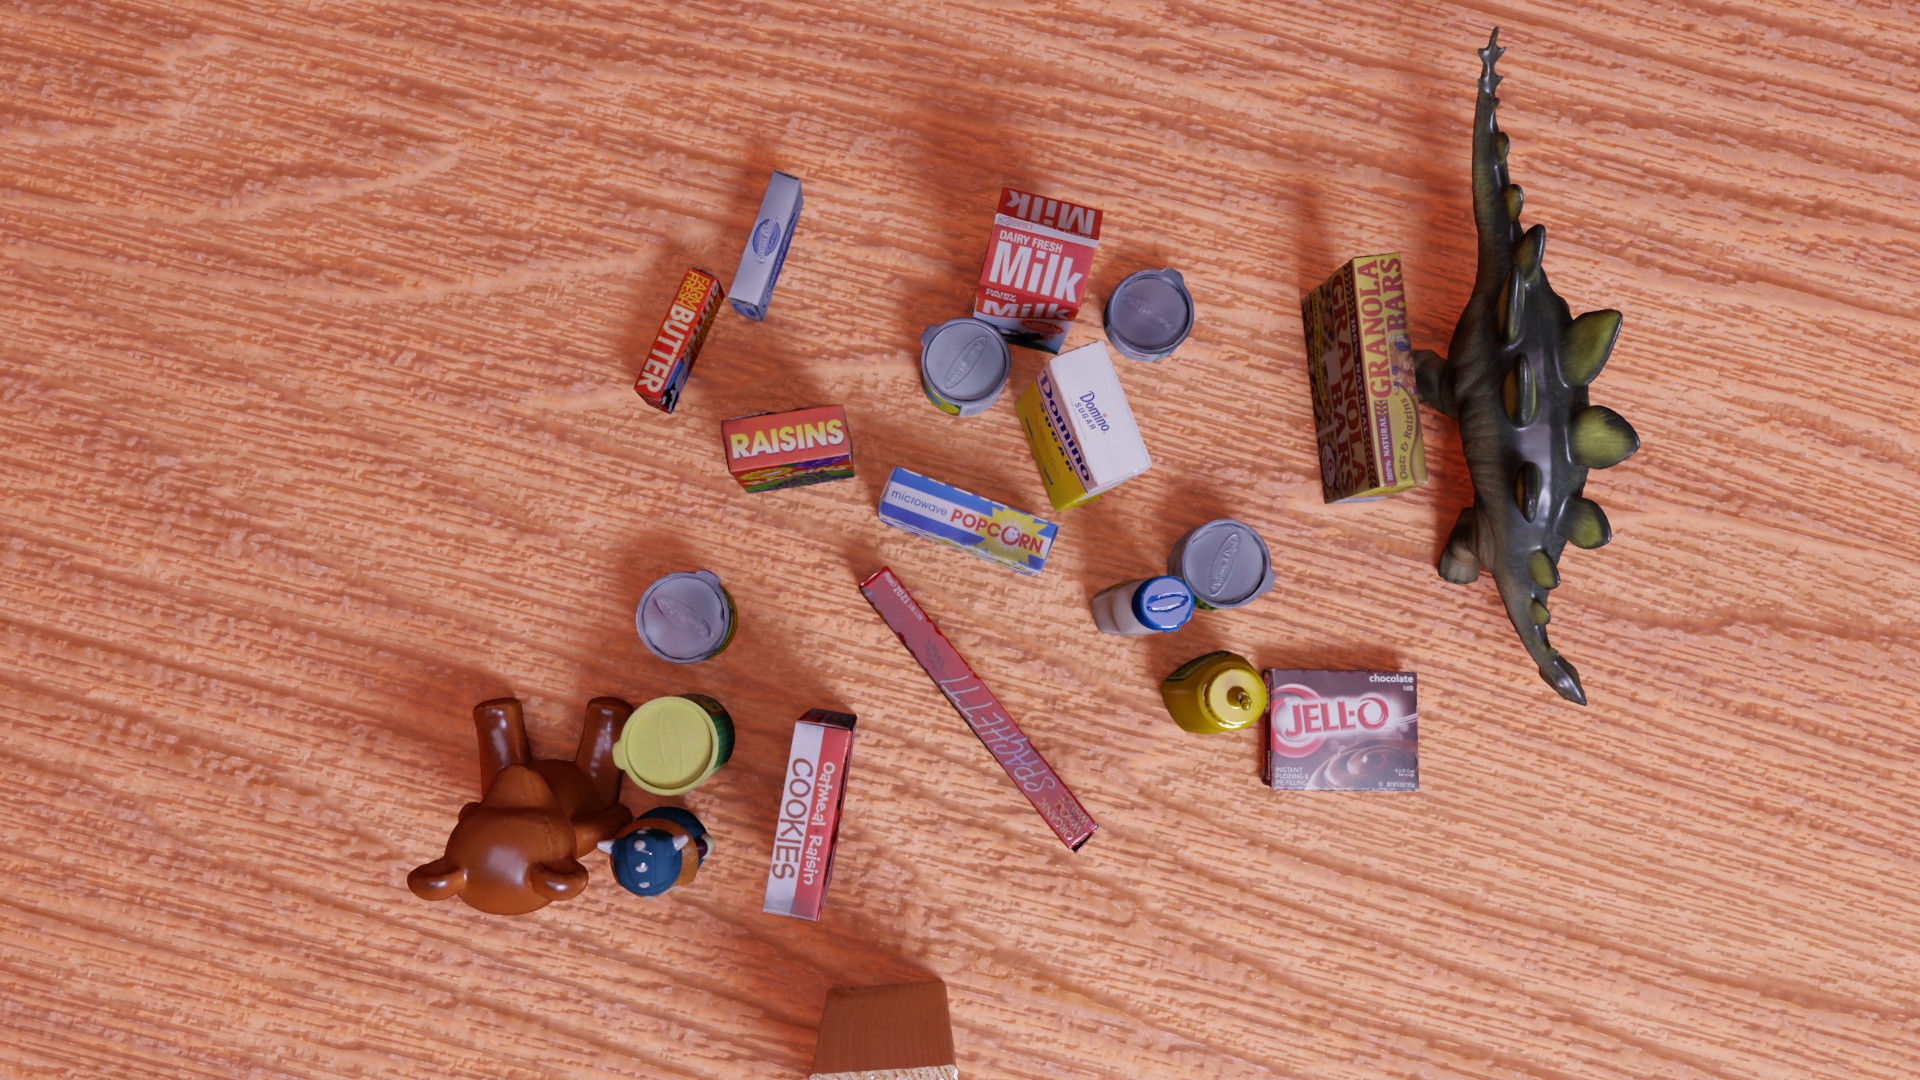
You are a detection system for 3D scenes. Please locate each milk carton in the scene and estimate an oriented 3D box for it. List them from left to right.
[{"bbox_3d":[0.053,-0.193,0.985,0.072,0.190,0.073,14,85,-2],"label":"milk carton"}]

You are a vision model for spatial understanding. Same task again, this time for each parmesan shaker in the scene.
[{"bbox_3d":[-0.201,0.142,0.987,0.071,0.103,0.071,0,85,-3],"label":"parmesan shaker"}]

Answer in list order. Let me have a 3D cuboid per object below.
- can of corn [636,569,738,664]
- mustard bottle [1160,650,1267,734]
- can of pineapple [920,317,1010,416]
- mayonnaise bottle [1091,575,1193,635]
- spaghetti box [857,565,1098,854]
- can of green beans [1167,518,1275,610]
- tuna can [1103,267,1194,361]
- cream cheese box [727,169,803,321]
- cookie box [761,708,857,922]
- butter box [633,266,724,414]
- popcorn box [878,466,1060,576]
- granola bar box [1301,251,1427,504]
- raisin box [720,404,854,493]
[{"bbox_3d":[-0.197,0.055,1.017,0.071,0.058,0.071,0,85,-3],"label":"can of corn"},{"bbox_3d":[0.184,0.108,0.980,0.065,0.160,0.049,-29,87,-4],"label":"mustard bottle"},{"bbox_3d":[0.002,-0.131,1.044,0.071,0.058,0.071,0,85,-3],"label":"can of pineapple"},{"bbox_3d":[0.134,0.046,0.989,0.065,0.148,0.041,-12,86,-4],"label":"mayonnaise bottle"},{"bbox_3d":[0.012,0.123,1.026,0.029,0.050,0.250,-39,88,-5],"label":"spaghetti box"},{"bbox_3d":[0.192,0.019,1.040,0.071,0.058,0.071,0,85,-3],"label":"can of green beans"},{"bbox_3d":[0.145,-0.174,1.067,0.071,0.033,0.071,0,85,-3],"label":"tuna can"},{"bbox_3d":[-0.145,-0.221,1.046,0.024,0.053,0.104,19,84,-1],"label":"cream cheese box"},{"bbox_3d":[-0.099,0.182,0.956,0.040,0.167,0.123,9,85,-2],"label":"cookie box"},{"bbox_3d":[-0.209,-0.149,1.037,0.024,0.053,0.103,23,84,-1],"label":"butter box"},{"bbox_3d":[0.004,-0.013,1.020,0.127,0.085,0.038,20,85,-1],"label":"popcorn box"},{"bbox_3d":[0.294,-0.114,1.023,0.039,0.124,0.165,-5,85,-3],"label":"granola bar box"},{"bbox_3d":[-0.121,-0.065,0.999,0.086,0.123,0.040,-8,86,-3],"label":"raisin box"}]
